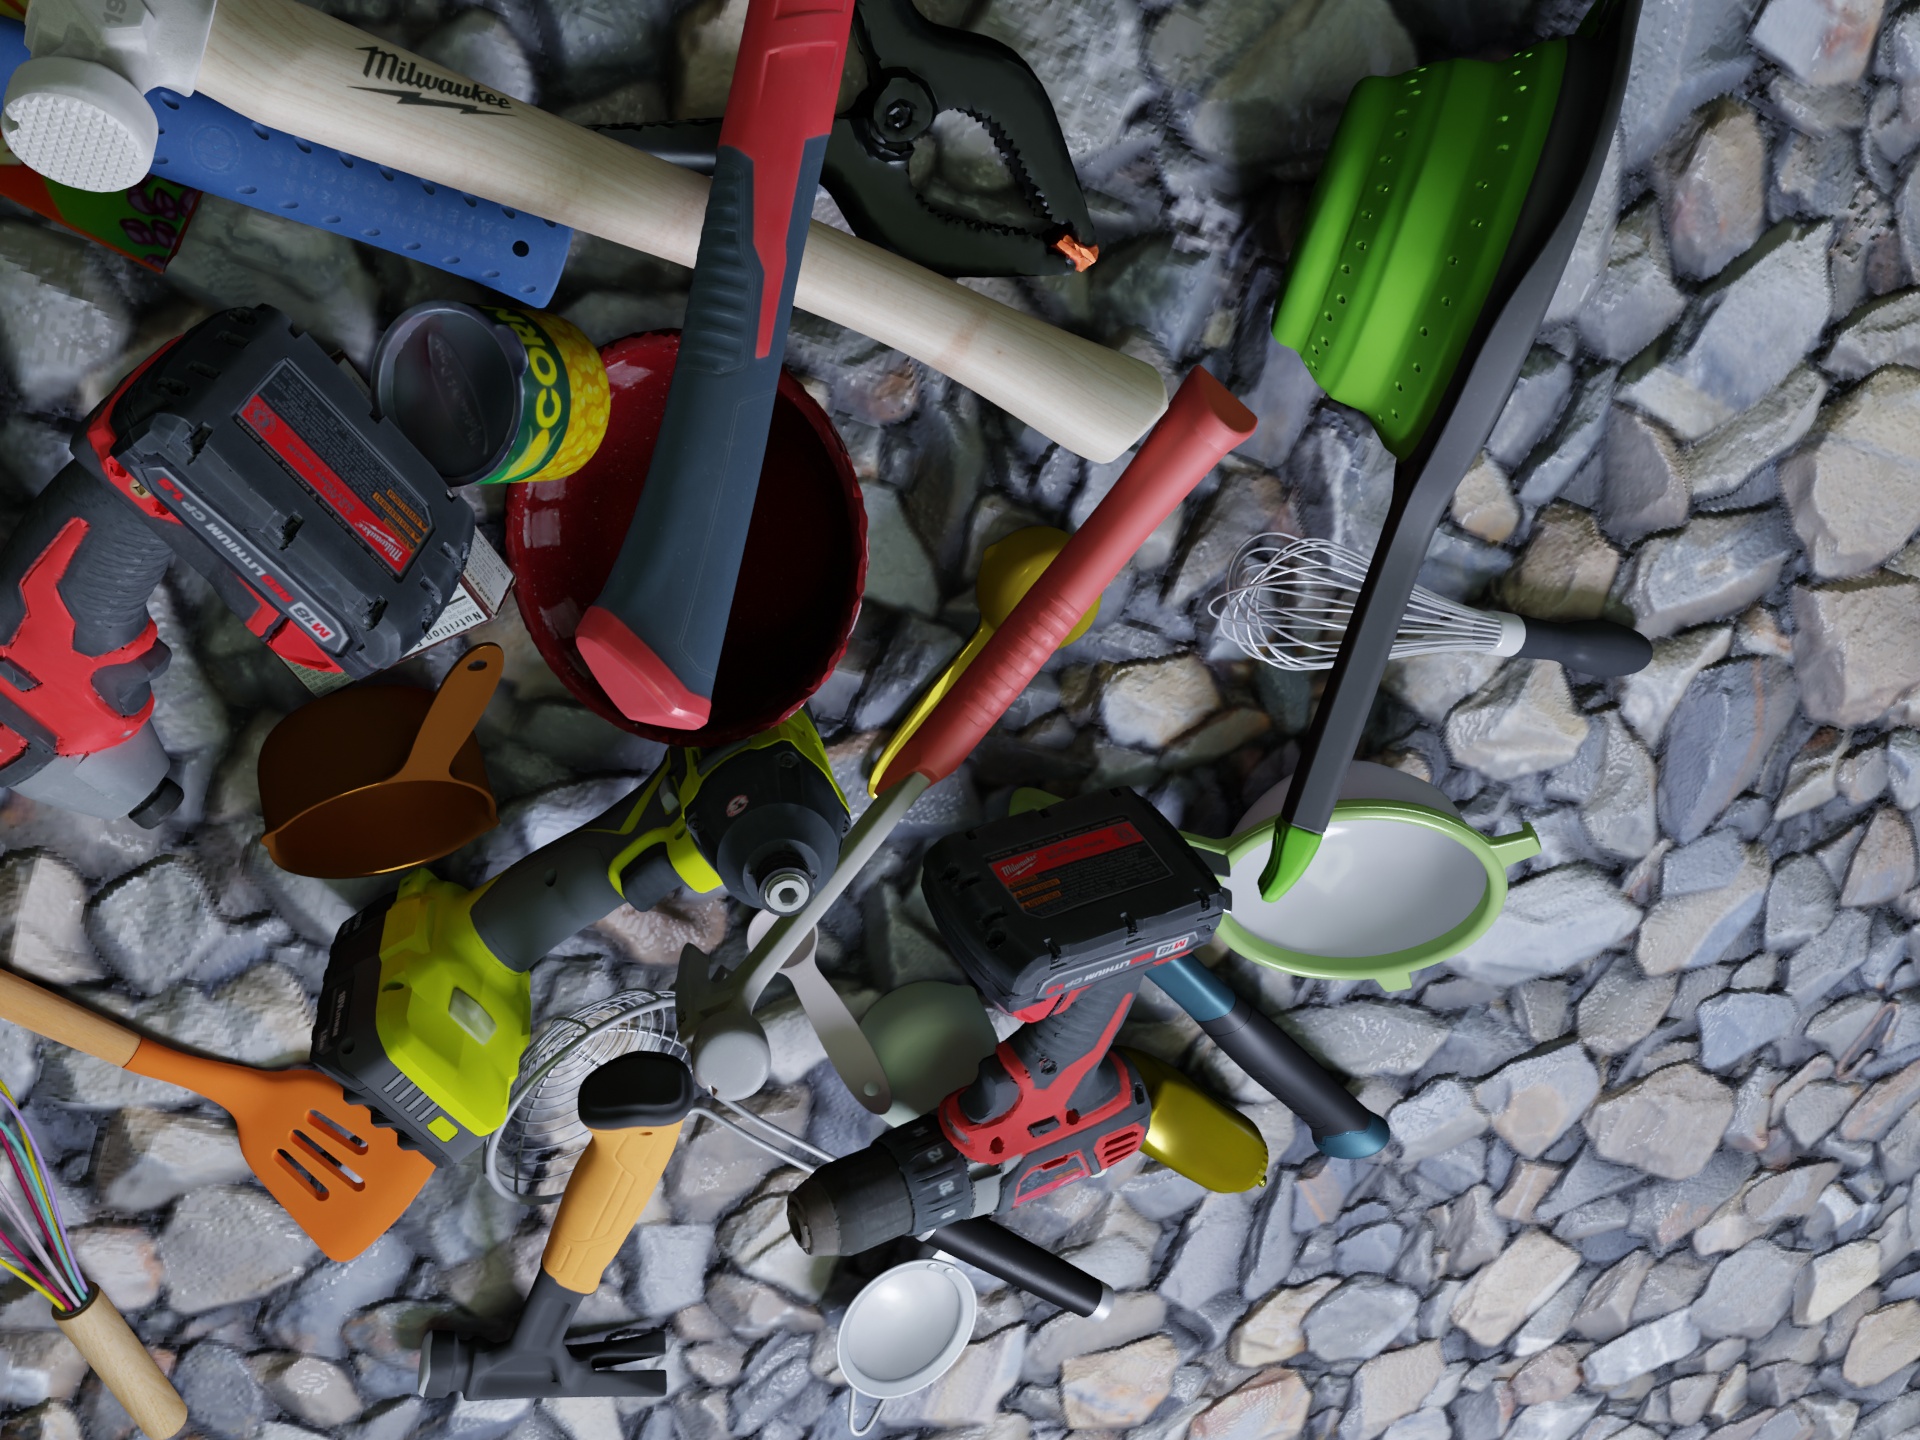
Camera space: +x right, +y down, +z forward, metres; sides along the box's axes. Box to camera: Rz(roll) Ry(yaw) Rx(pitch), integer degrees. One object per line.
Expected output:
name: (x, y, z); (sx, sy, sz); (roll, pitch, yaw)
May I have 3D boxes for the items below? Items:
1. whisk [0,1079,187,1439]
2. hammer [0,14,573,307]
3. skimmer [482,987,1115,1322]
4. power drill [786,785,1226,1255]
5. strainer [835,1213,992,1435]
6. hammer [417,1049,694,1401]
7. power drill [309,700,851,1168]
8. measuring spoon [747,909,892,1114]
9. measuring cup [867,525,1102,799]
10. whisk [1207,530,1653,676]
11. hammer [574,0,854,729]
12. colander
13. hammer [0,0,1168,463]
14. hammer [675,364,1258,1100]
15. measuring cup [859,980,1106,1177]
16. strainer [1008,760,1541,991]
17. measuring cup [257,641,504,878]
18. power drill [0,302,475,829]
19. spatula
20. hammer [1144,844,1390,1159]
whisk: (-0.408, 0.247, 0.722); (0.051, 0.047, 0.244); (-12, 123, 0)
hammer: (-0.323, -0.204, 0.484); (0.405, 0.035, 0.144); (13, 109, -26)
skimmer: (-0.060, 0.242, 0.790); (0.363, 0.090, 0.127); (32, 100, -20)
power drill: (0.015, 0.151, 0.721); (0.188, 0.080, 0.226); (-15, 135, -27)
strainer: (0.004, 0.278, 0.883); (0.086, 0.050, 0.258); (30, 97, -31)
hammer: (-0.165, 0.242, 0.723); (0.127, 0.034, 0.336); (8, 139, -19)
power drill: (-0.149, 0.075, 0.654); (0.223, 0.171, 0.080); (-35, 118, 4)
measuring spoon: (-0.067, 0.142, 0.785); (0.034, 0.018, 0.124); (-29, 103, -6)
measuring cup: (0.009, -0.020, 0.742); (0.062, 0.029, 0.156); (33, 98, -30)
whisk: (0.249, -0.048, 0.802); (0.284, 0.070, 0.070); (5, 113, -26)
hammer: (-0.049, -0.184, 0.528); (0.143, 0.038, 0.386); (15, 79, -33)
colander: (0.163, -0.121, 0.666); (0.094, 0.204, 0.397); (19, 97, 6)
hammer: (-0.092, -0.184, 0.563); (0.410, 0.146, 0.038); (14, 151, -32)
hammer: (-0.001, -0.002, 0.689); (0.036, 0.149, 0.359); (39, 91, -14)
measuring cup: (0.019, 0.202, 0.832); (0.167, 0.038, 0.083); (37, 94, -17)
strainer: (0.150, 0.055, 0.818); (0.256, 0.069, 0.151); (14, 139, -7)
measuring cup: (-0.216, 0.001, 0.618); (0.095, 0.052, 0.173); (-2, 149, -39)
power drill: (-0.288, -0.039, 0.564); (0.219, 0.079, 0.143); (-23, 124, 25)
spatula: (-0.377, 0.135, 0.676); (0.322, 0.041, 0.081); (37, 100, -29)
hammer: (0.142, 0.160, 0.860); (0.128, 0.033, 0.330); (-23, 132, 29)
